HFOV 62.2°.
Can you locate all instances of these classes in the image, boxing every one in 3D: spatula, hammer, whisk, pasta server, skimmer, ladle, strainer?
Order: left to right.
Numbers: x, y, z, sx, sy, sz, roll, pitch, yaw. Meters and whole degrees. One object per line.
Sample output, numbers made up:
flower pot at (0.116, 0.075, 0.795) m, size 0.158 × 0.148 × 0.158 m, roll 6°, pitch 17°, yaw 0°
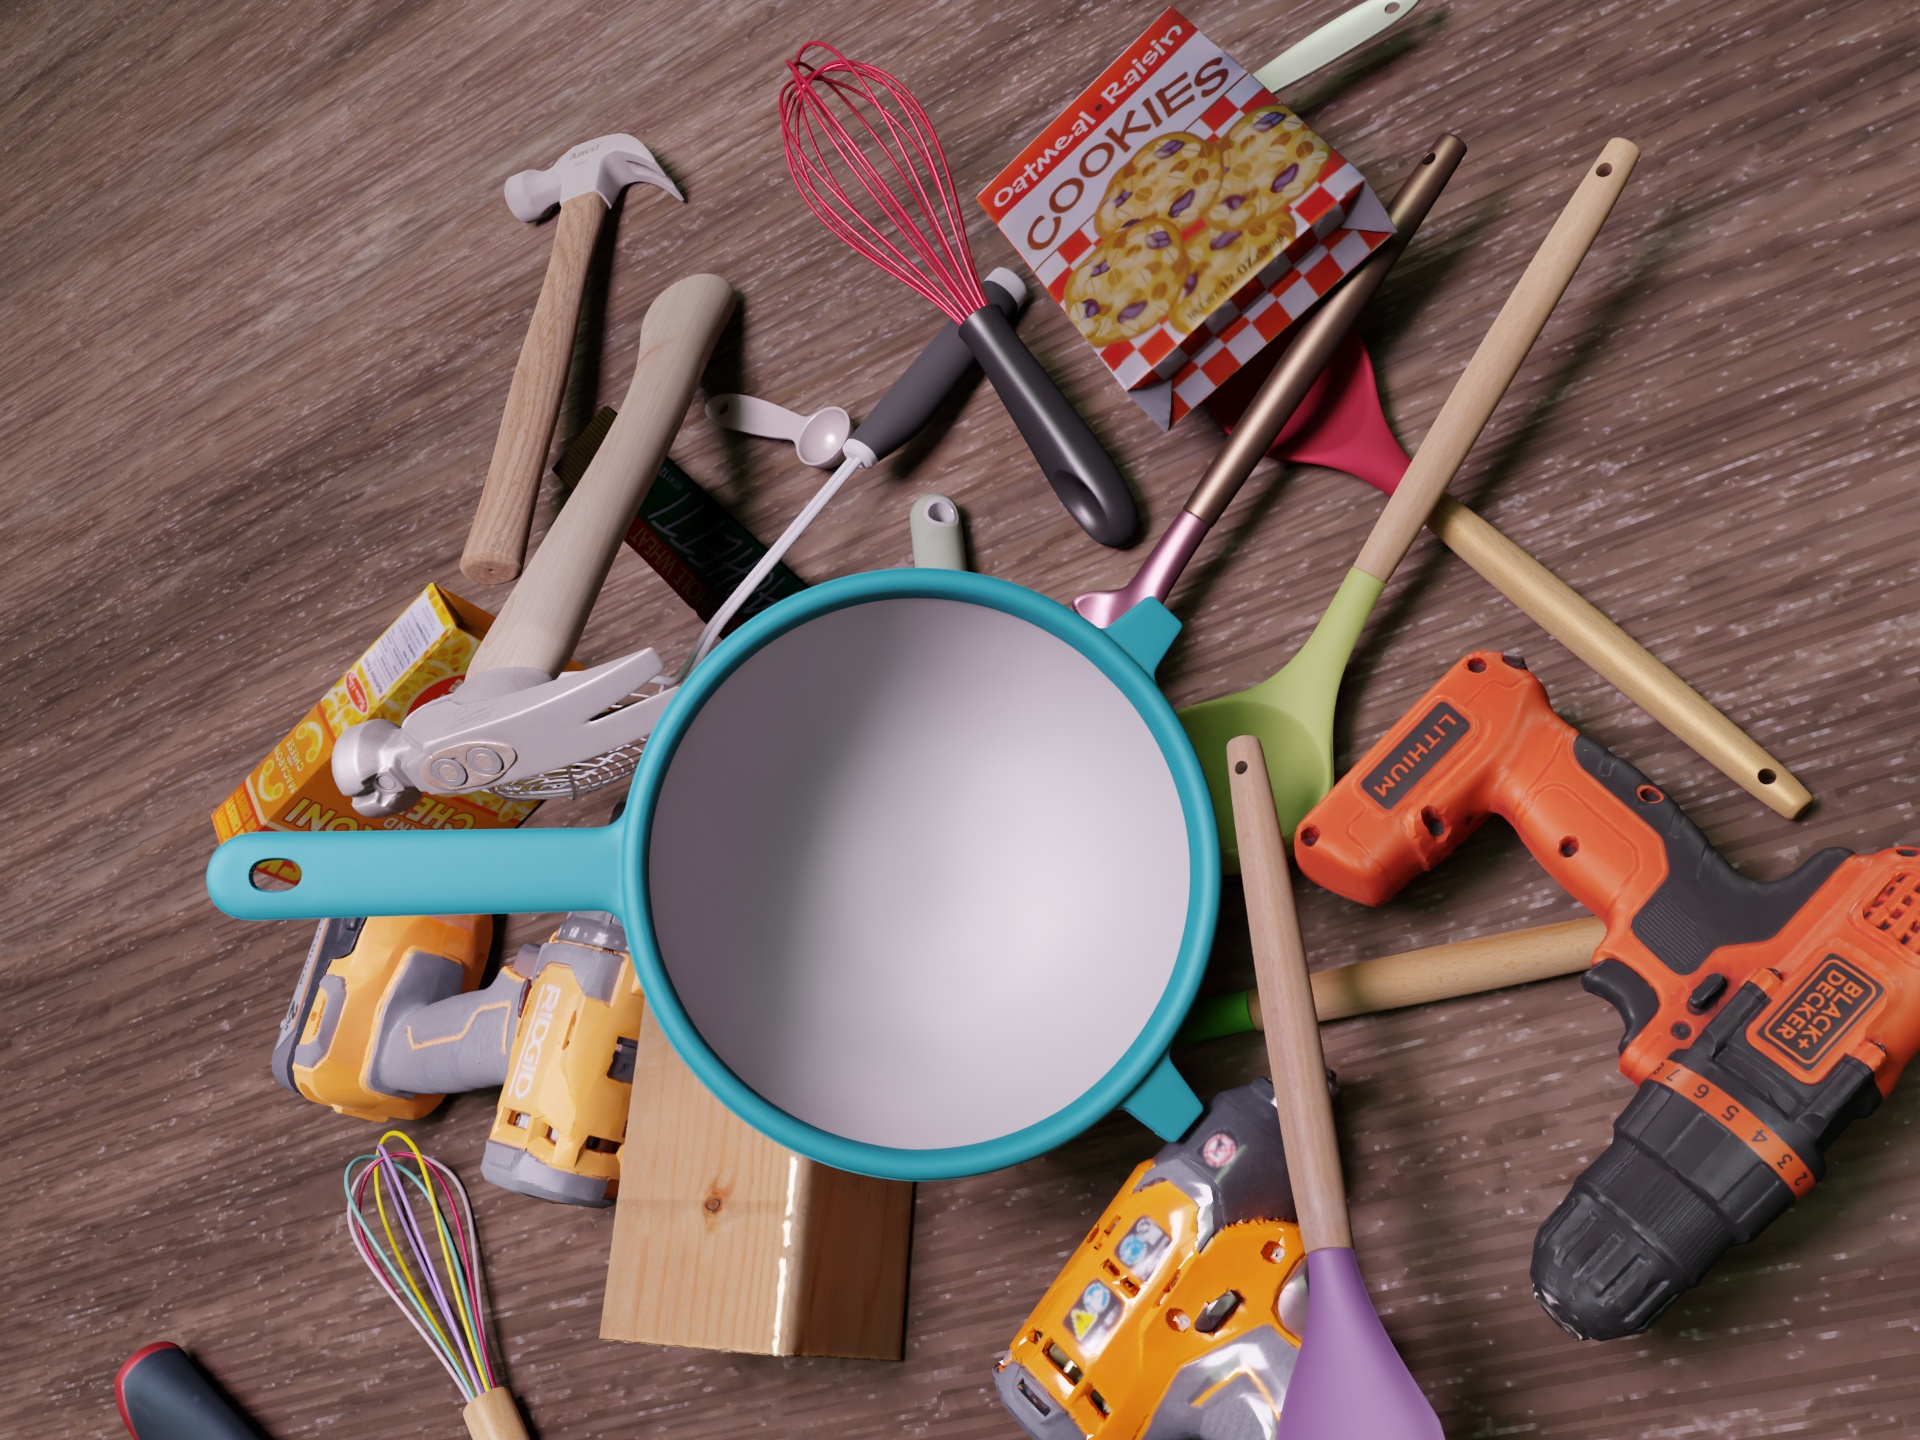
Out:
hammer at (-0.268, 0.369, 0.701) m, size 0.387 × 0.038 × 0.143 m, roll 20°, pitch 94°, yaw 37°
whisk at (-0.223, 0.288, 0.721) m, size 0.047 × 0.051 × 0.245 m, roll -41°, pitch 58°, yaw 3°
hammer at (-0.237, -0.221, 0.928) m, size 0.130 × 0.031 × 0.332 m, roll -12°, pitch 56°, yaw 25°
hammer at (-0.153, -0.116, 0.749) m, size 0.146 × 0.038 × 0.411 m, roll -16°, pitch 36°, yaw 19°
strainer at (-0.081, 0.056, 0.577) m, size 0.340 × 0.095 × 0.211 m, roll 0°, pitch 82°, yaw -10°
skimmer at (-0.104, -0.101, 0.749) m, size 0.363 × 0.090 × 0.127 m, roll -51°, pitch 32°, yaw -11°
whisk at (-0.001, -0.002, 0.713) m, size 0.057 × 0.059 × 0.247 m, roll 3°, pitch 58°, yaw -15°
whisk at (-0.001, -0.202, 0.747) m, size 0.073 × 0.073 × 0.296 m, roll -35°, pitch 77°, yaw 13°
pasta server at (0.110, -0.110, 0.662) m, size 0.316 × 0.040 × 0.060 m, roll -56°, pitch 46°, yaw 6°
spatula at (0.112, 0.144, 0.509) m, size 0.060 × 0.018 × 0.316 m, roll -21°, pitch 55°, yaw 28°
ladle at (0.167, -0.082, 0.609) m, size 0.078 × 0.062 × 0.320 m, roll 34°, pitch 98°, yaw 31°
ladle at (0.205, -0.072, 0.629) m, size 0.069 × 0.031 × 0.316 m, roll -47°, pitch 56°, yaw 12°

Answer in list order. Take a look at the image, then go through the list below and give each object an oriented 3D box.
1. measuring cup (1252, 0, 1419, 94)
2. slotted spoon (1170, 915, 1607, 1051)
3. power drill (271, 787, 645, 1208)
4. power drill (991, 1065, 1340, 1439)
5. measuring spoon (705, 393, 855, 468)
measuring cup at (0.143, -0.286, 0.751) m, size 0.167 × 0.038 × 0.083 m, roll -29°, pitch 58°, yaw 15°
slotted spoon at (0.134, 0.102, 0.597) m, size 0.314 × 0.031 × 0.070 m, roll -16°, pitch 60°, yaw 23°
power drill at (-0.215, 0.115, 0.747) m, size 0.226 × 0.084 × 0.185 m, roll 1°, pitch 69°, yaw 40°
power drill at (0.133, 0.223, 0.514) m, size 0.227 × 0.084 × 0.164 m, roll 34°, pitch 87°, yaw 40°
measuring spoon at (-0.097, -0.157, 0.856) m, size 0.124 × 0.018 × 0.034 m, roll 24°, pitch 83°, yaw 43°
